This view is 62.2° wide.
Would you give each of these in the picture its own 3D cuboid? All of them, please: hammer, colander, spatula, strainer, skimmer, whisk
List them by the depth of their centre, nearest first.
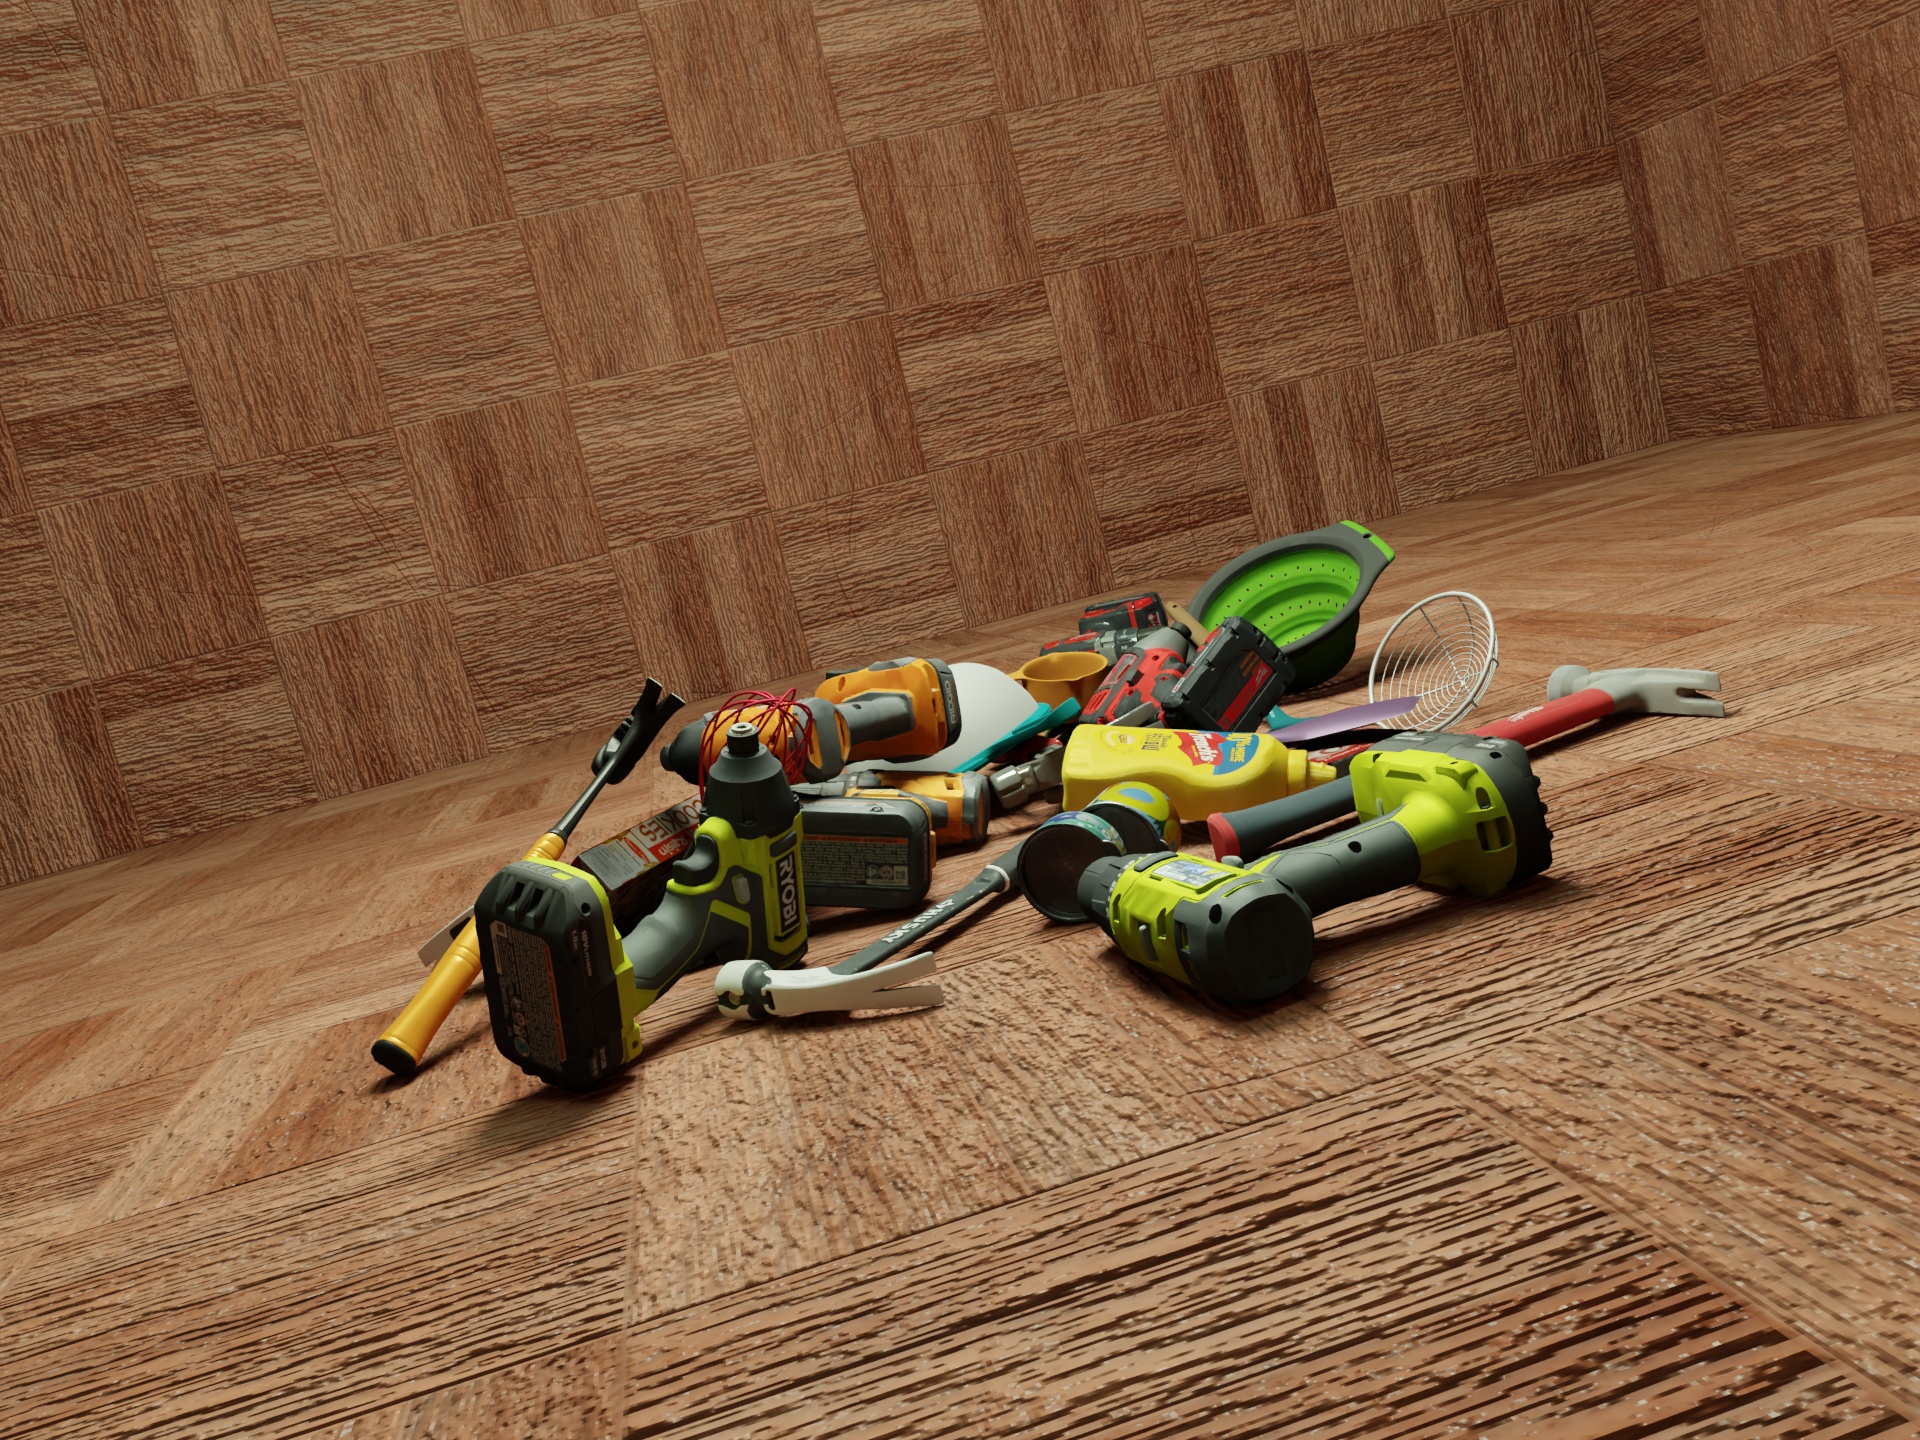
[{"bbox_3d":[0.019,0.112,1.086,0.149,0.036,0.409,-7,10,35],"label":"hammer"},{"bbox_3d":[0.341,0.028,1.093,0.386,0.038,0.143,-18,10,-23],"label":"hammer"},{"bbox_3d":[-0.304,0.108,1.130,0.127,0.034,0.337,-44,13,47],"label":"hammer"},{"bbox_3d":[-0.175,0.074,1.143,0.073,0.073,0.295,-21,-26,-41],"label":"whisk"},{"bbox_3d":[0.206,0.025,1.249,0.316,0.018,0.060,-16,10,29],"label":"spatula"},{"bbox_3d":[0.256,-0.007,1.299,0.363,0.090,0.127,-16,43,5],"label":"skimmer"},{"bbox_3d":[-0.316,0.144,1.355,0.146,0.035,0.334,-35,-7,23],"label":"hammer"},{"bbox_3d":[-0.002,-0.004,1.398,0.211,0.095,0.340,-34,3,-27],"label":"strainer"},{"bbox_3d":[0.078,0.024,1.463,0.149,0.036,0.359,-25,4,-5],"label":"hammer"},{"bbox_3d":[0.267,-0.049,1.504,0.082,0.044,0.318,-19,34,-11],"label":"spatula"},{"bbox_3d":[0.270,-0.053,1.631,0.397,0.094,0.205,-32,31,1],"label":"colander"}]

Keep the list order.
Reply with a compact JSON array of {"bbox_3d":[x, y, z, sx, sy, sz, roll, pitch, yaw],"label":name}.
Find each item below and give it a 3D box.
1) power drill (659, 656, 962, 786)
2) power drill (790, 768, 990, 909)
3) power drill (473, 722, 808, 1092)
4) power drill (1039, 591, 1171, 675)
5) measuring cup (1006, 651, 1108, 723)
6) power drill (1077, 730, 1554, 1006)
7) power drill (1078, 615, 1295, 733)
[{"bbox_3d":[-0.119,0.008,1.256,0.164,0.084,0.226,-7,6,33],"label":"power drill"},{"bbox_3d":[-0.085,0.081,1.233,0.185,0.084,0.226,1,9,12],"label":"power drill"},{"bbox_3d":[-0.181,0.110,0.972,0.080,0.171,0.223,12,26,31],"label":"power drill"},{"bbox_3d":[0.222,-0.110,2.141,0.188,0.080,0.227,-11,11,23],"label":"power drill"},{"bbox_3d":[0.065,-0.022,1.579,0.173,0.052,0.095,-13,20,-7],"label":"measuring cup"},{"bbox_3d":[0.187,0.078,0.882,0.228,0.080,0.191,-20,9,-18],"label":"power drill"},{"bbox_3d":[0.203,-0.034,1.461,0.143,0.078,0.220,-51,17,-12],"label":"power drill"}]
